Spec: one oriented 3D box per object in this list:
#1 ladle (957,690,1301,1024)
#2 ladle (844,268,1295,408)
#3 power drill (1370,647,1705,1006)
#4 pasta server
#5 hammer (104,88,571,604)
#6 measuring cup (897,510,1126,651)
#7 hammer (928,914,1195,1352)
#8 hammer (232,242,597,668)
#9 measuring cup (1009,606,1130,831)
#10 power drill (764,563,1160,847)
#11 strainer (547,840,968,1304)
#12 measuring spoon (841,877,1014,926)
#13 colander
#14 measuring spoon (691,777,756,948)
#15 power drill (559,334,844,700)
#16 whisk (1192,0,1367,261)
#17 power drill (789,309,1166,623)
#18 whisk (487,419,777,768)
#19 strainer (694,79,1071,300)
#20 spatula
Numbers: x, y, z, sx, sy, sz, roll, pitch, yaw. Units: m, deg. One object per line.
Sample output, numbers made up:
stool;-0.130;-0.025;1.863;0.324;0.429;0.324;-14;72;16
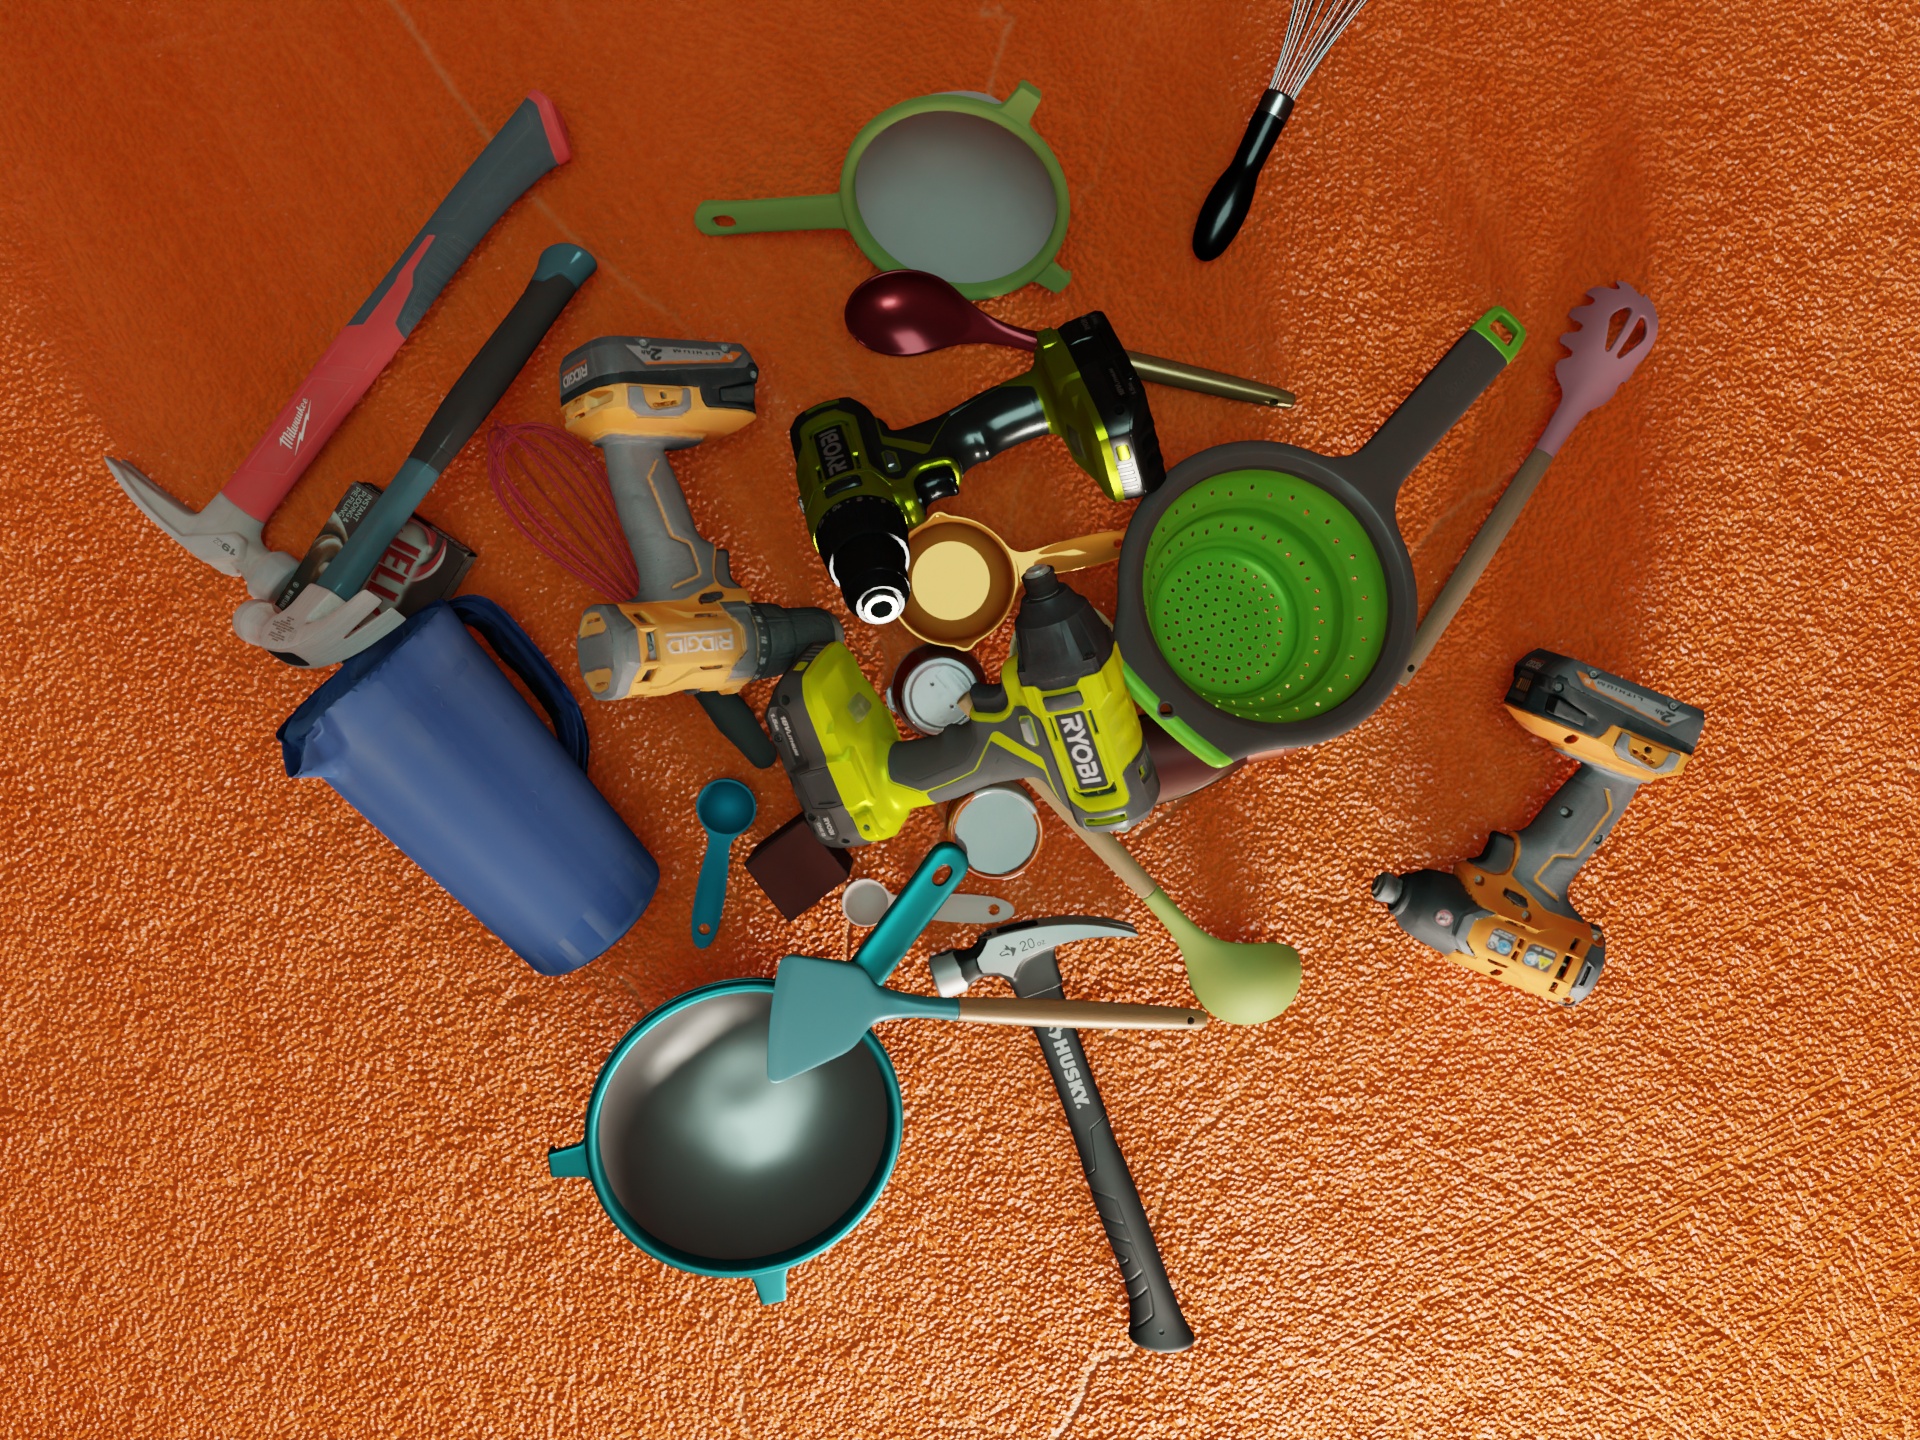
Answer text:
ladle;0.114;0.092;1.091;0.320;0.062;0.078;46;123;-9
ladle;0.078;-0.253;1.085;0.315;0.031;0.069;12;138;-6
power drill;0.395;0.069;1.103;0.164;0.084;0.226;21;98;-3
pasta server;0.388;-0.162;1.108;0.060;0.040;0.316;30;98;-4
hammer;-0.405;-0.271;1.068;0.143;0.038;0.386;39;93;-3
measuring cup;0.035;-0.105;1.090;0.173;0.052;0.095;-13;96;-2
hammer;0.101;0.297;1.137;0.146;0.035;0.334;-20;96;1
hammer;-0.341;-0.176;1.031;0.331;0.128;0.033;-59;138;-13
measuring cup;0.085;0.000;1.081;0.083;0.038;0.168;-17;74;-1
power drill;-0.002;-0.003;1.007;0.223;0.080;0.171;-10;114;24
strainer;-0.112;0.214;1.094;0.211;0.095;0.340;37;90;-16
measuring spoon;-0.023;0.131;1.131;0.124;0.018;0.034;5;95;-9
colander;0.245;-0.133;1.083;0.204;0.094;0.397;44;75;-1
measuring spoon;-0.172;0.099;1.123;0.042;0.021;0.128;12;104;-3
power drill;-0.167;-0.129;1.048;0.185;0.084;0.226;-6;89;-38
whisk;0.225;-0.441;1.064;0.070;0.070;0.284;26;99;-4
power drill;0.008;-0.160;1.015;0.228;0.191;0.080;-20;136;3
whisk;-0.220;-0.084;1.083;0.073;0.073;0.295;-37;100;2
strainer;-0.051;-0.356;1.058;0.256;0.151;0.069;1;52;15
spatula;0.025;0.197;1.056;0.317;0.044;0.082;5;94;-18
